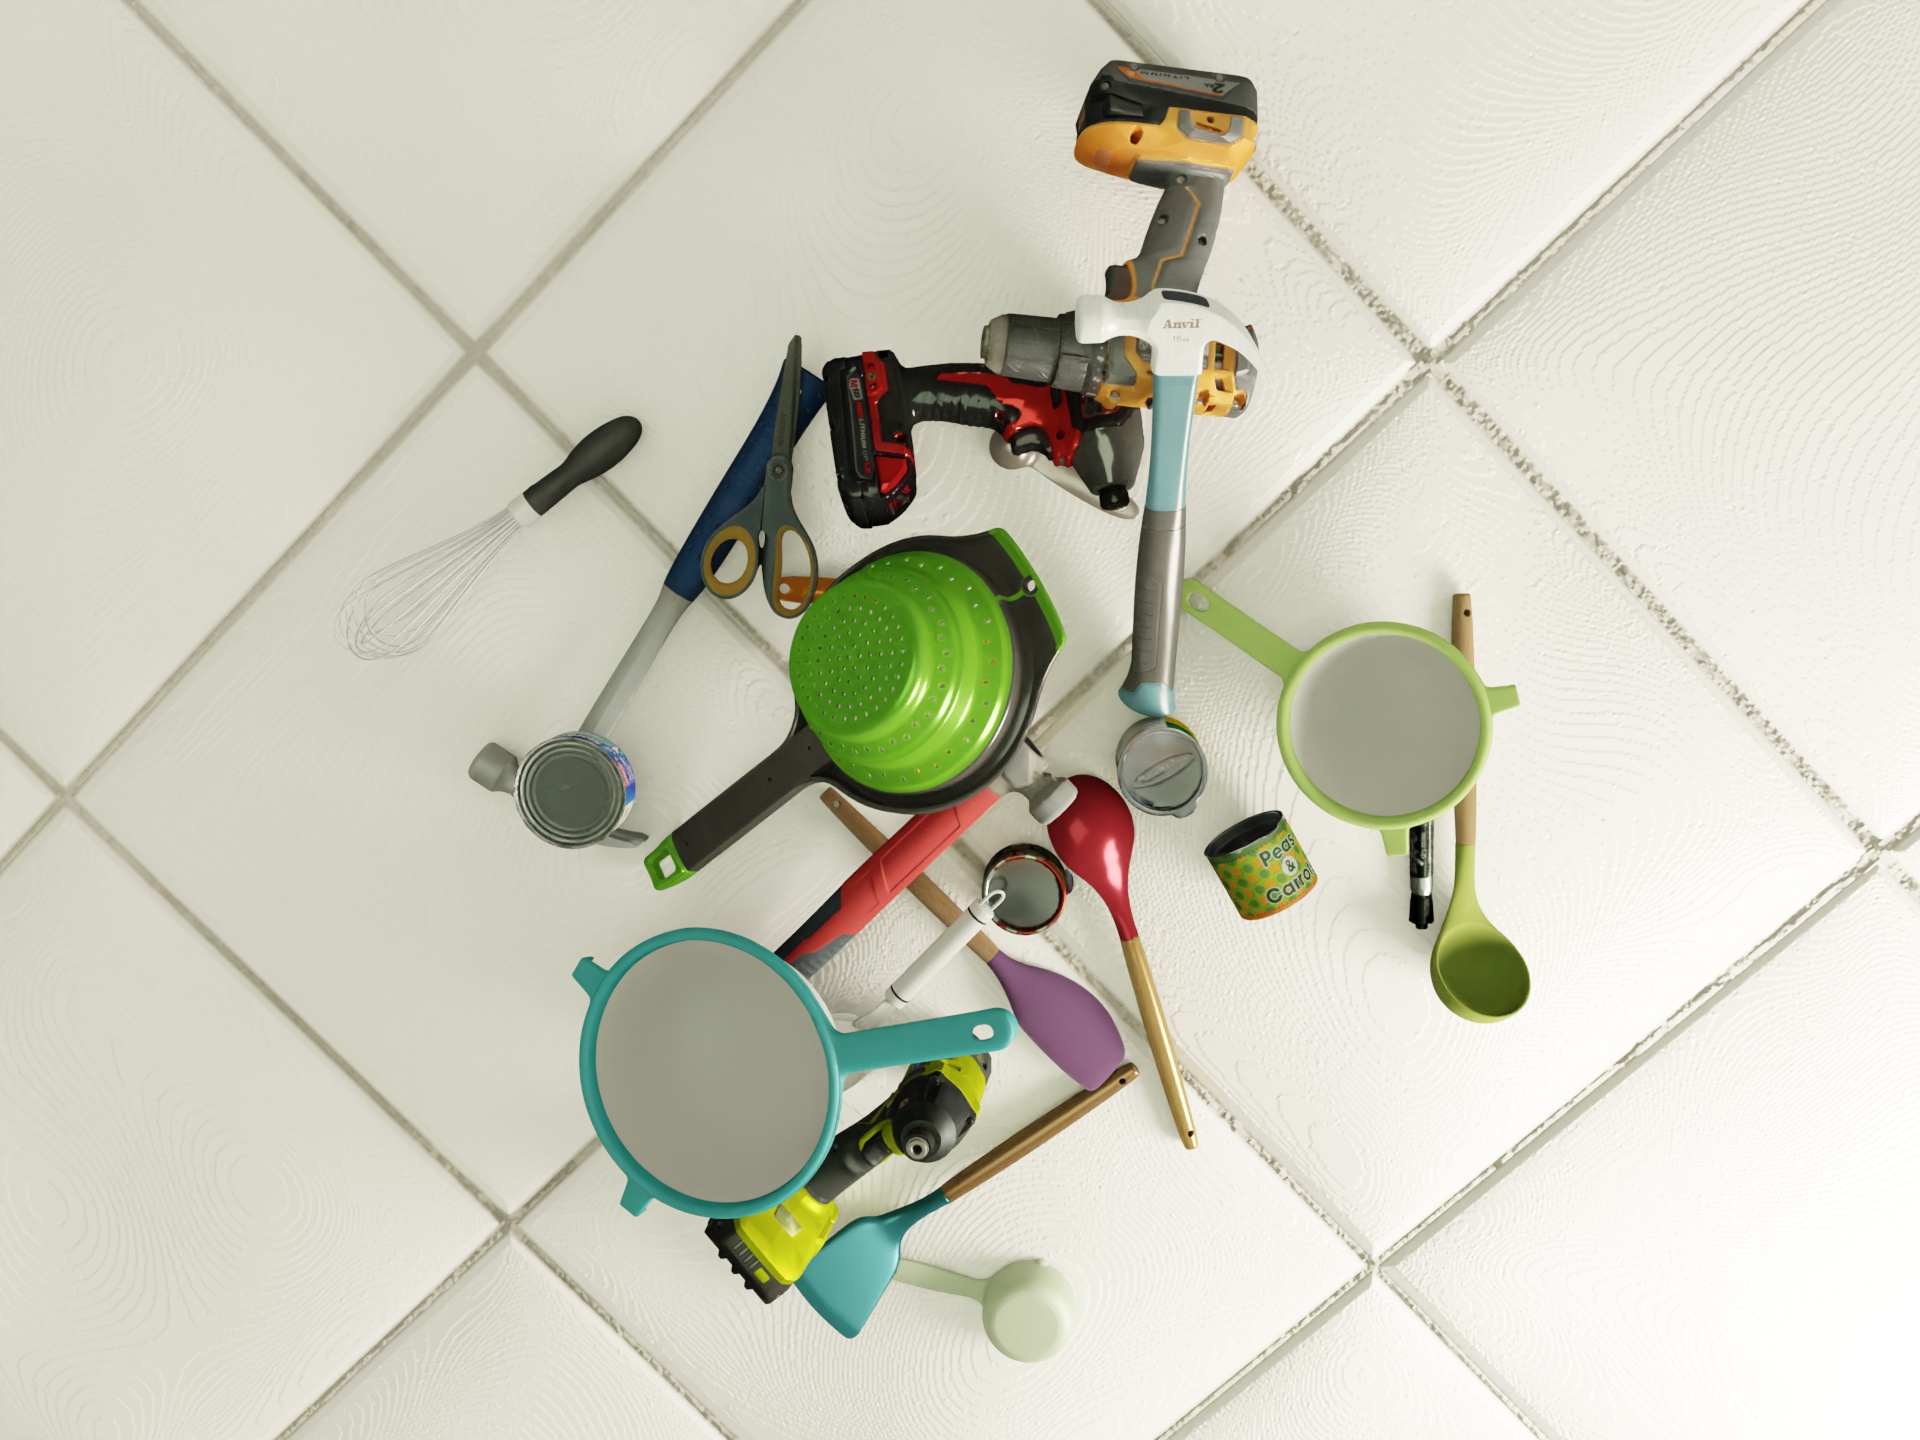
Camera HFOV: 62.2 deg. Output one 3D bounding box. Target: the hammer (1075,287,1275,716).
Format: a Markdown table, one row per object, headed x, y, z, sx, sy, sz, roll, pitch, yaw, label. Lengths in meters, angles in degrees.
| x | y | z | sx | sy | sz | roll | pitch | yaw | label |
| --- | --- | --- | --- | --- | --- | --- | --- | --- | --- |
| 0.138 | -0.137 | 1.094 | 0.128 | 0.033 | 0.330 | -2 | 129 | -1 | hammer |

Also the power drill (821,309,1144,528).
| x | y | z | sx | sy | sz | roll | pitch | yaw | label |
| --- | --- | --- | --- | --- | --- | --- | --- | --- | --- |
| 0.020 | -0.206 | 1.131 | 0.219 | 0.078 | 0.143 | -9 | 81 | 2 | power drill |

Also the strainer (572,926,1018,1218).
| x | y | z | sx | sy | sz | roll | pitch | yaw | label |
| --- | --- | --- | --- | --- | --- | --- | --- | --- | --- |
| -0.110 | 0.238 | 1.158 | 0.340 | 0.095 | 0.211 | -12 | 89 | 19 | strainer |

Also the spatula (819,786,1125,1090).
| x | y | z | sx | sy | sz | roll | pitch | yaw | label |
| --- | --- | --- | --- | --- | --- | --- | --- | --- | --- |
| 0.008 | 0.164 | 1.239 | 0.316 | 0.018 | 0.060 | 44 | 81 | -3 | spatula |

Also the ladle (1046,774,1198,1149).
| x | y | z | sx | sy | sz | roll | pitch | yaw | label |
| --- | --- | --- | --- | --- | --- | --- | --- | --- | --- |
| 0.136 | 0.191 | 1.230 | 0.069 | 0.031 | 0.315 | -21 | 102 | -17 | ladle |

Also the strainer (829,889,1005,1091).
| x | y | z | sx | sy | sz | roll | pitch | yaw | label |
| --- | --- | --- | --- | --- | --- | --- | --- | --- | --- |
| -0.055 | 0.219 | 1.226 | 0.086 | 0.050 | 0.258 | 34 | 108 | -29 | strainer |

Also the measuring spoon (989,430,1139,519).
| x | y | z | sx | sy | sz | roll | pitch | yaw | label |
| --- | --- | --- | --- | --- | --- | --- | --- | --- | --- |
| 0.077 | -0.181 | 1.174 | 0.124 | 0.018 | 0.034 | 29 | 101 | 1 | measuring spoon |

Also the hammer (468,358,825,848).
| x | y | z | sx | sy | sz | roll | pitch | yaw | label |
| --- | --- | --- | --- | --- | --- | --- | --- | --- | --- |
| -0.214 | -0.085 | 1.204 | 0.144 | 0.035 | 0.405 | 33 | 100 | -2 | hammer |

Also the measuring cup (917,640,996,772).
| x | y | z | sx | sy | sz | roll | pitch | yaw | label |
| --- | --- | --- | --- | --- | --- | --- | --- | --- | --- |
| -0.002 | -0.004 | 1.214 | 0.062 | 0.029 | 0.156 | 30 | 112 | -1 | measuring cup |

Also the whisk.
| x | y | z | sx | sy | sz | roll | pitch | yaw | label |
| --- | --- | --- | --- | --- | --- | --- | --- | --- | --- |
| -0.354 | -0.139 | 1.196 | 0.284 | 0.070 | 0.070 | -37 | 96 | 5 | whisk |

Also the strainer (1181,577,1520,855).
| x | y | z | sx | sy | sz | roll | pitch | yaw | label |
| --- | --- | --- | --- | --- | --- | --- | --- | --- | --- |
| 0.270 | -0.030 | 1.173 | 0.256 | 0.069 | 0.151 | 36 | 110 | 14 | strainer |

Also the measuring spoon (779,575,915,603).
| x | y | z | sx | sy | sz | roll | pitch | yaw | label |
| --- | --- | --- | --- | --- | --- | --- | --- | --- | --- |
| -0.091 | -0.098 | 1.208 | 0.117 | 0.011 | 0.021 | 3 | 102 | 7 | measuring spoon |

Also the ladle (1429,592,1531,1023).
| x | y | z | sx | sy | sz | roll | pitch | yaw | label |
| --- | --- | --- | --- | --- | --- | --- | --- | --- | --- |
| 0.382 | 0.066 | 1.179 | 0.078 | 0.062 | 0.320 | -5 | 97 | -18 | ladle |

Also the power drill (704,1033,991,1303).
| x | y | z | sx | sy | sz | roll | pitch | yaw | label |
| --- | --- | --- | --- | --- | --- | --- | --- | --- | --- |
| -0.080 | 0.334 | 1.201 | 0.223 | 0.171 | 0.080 | -40 | 92 | 13 | power drill |

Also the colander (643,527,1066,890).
| x | y | z | sx | sy | sz | roll | pitch | yaw | label |
| --- | --- | --- | --- | --- | --- | --- | --- | --- | --- |
| -0.113 | 0.008 | 1.147 | 0.397 | 0.094 | 0.205 | -37 | 67 | 21 | colander |

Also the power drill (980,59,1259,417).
| x | y | z | sx | sy | sz | roll | pitch | yaw | label |
| --- | --- | --- | --- | --- | --- | --- | --- | --- | --- |
| 0.111 | -0.323 | 1.080 | 0.185 | 0.084 | 0.226 | 5 | 84 | -6 | power drill |

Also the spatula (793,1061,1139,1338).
| x | y | z | sx | sy | sz | roll | pitch | yaw | label |
| --- | --- | --- | --- | --- | --- | --- | --- | --- | --- |
| 0.012 | 0.369 | 1.260 | 0.317 | 0.044 | 0.082 | -36 | 106 | 7 | spatula |

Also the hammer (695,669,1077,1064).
| x | y | z | sx | sy | sz | roll | pitch | yaw | label |
| --- | --- | --- | --- | --- | --- | --- | --- | --- | --- |
| -0.096 | 0.134 | 1.217 | 0.143 | 0.038 | 0.386 | 45 | 105 | -1 | hammer |

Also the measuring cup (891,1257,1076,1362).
| x | y | z | sx | sy | sz | roll | pitch | yaw | label |
| --- | --- | --- | --- | --- | --- | --- | --- | --- | --- |
| 0.011 | 0.468 | 1.282 | 0.167 | 0.038 | 0.083 | 14 | 101 | 2 | measuring cup |
